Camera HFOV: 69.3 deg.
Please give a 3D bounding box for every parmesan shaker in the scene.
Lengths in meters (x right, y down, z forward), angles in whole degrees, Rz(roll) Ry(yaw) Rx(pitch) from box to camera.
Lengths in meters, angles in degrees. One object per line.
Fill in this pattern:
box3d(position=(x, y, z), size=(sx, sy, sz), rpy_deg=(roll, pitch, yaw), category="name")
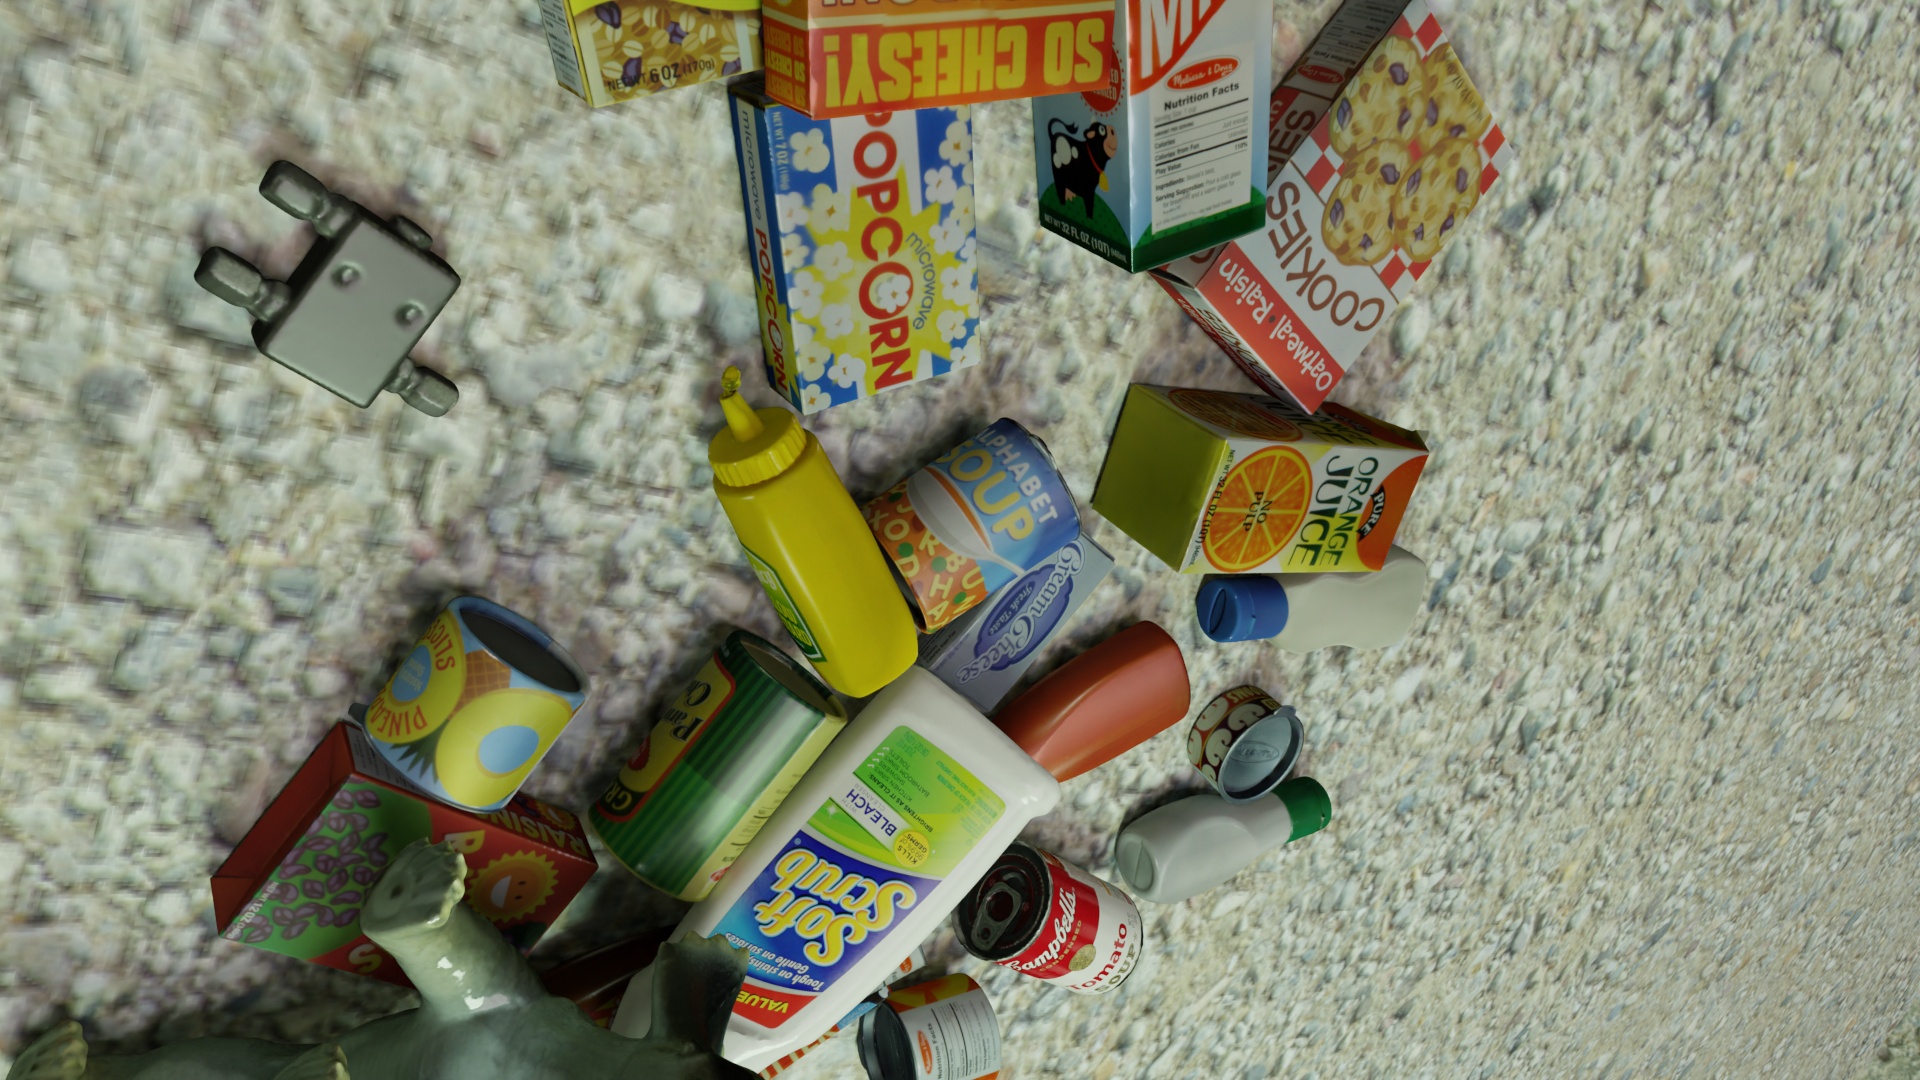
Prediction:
box3d(position=(-0.107, 0.098, 0.621), size=(0.103, 0.071, 0.071), rpy_deg=(-51, 132, 2), category="parmesan shaker")

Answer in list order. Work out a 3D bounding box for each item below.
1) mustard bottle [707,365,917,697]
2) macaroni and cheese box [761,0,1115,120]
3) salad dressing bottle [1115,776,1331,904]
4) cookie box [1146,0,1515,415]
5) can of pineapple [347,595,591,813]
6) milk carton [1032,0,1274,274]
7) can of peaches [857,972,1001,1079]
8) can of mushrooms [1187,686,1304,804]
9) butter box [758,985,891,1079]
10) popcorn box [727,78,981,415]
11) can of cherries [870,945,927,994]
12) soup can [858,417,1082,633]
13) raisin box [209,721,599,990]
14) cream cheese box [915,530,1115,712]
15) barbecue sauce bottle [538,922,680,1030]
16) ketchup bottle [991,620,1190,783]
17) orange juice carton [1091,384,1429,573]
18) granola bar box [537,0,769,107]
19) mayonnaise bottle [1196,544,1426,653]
box3d(position=(-0.069, -0.006, 0.586), size=(0.049, 0.065, 0.159), rpy_deg=(-35, 125, -16), category="mustard bottle")
box3d(position=(-0.004, -0.230, 0.452), size=(0.124, 0.040, 0.165), rpy_deg=(-15, 123, -27), category="macaroni and cheese box")
box3d(position=(0.168, 0.184, 0.872), size=(0.148, 0.044, 0.064), rpy_deg=(-10, 120, -30), category="salad dressing bottle")
box3d(position=(0.181, -0.161, 0.674), size=(0.123, 0.040, 0.167), rpy_deg=(35, 94, -42), category="cookie box")
box3d(position=(-0.189, 0.062, 0.540), size=(0.058, 0.071, 0.071), rpy_deg=(-52, 132, 3), category="can of pineapple")
box3d(position=(0.074, -0.213, 0.548), size=(0.074, 0.072, 0.189), rpy_deg=(-22, 128, -22), category="milk carton")
box3d(position=(-0.018, 0.287, 0.794), size=(0.058, 0.071, 0.071), rpy_deg=(-6, 120, -32), category="can of peaches")
box3d(position=(0.174, 0.122, 0.845), size=(0.071, 0.033, 0.070), rpy_deg=(-16, 125, -25), category="can of mushrooms")
box3d(position=(-0.091, 0.254, 0.750), size=(0.104, 0.024, 0.053), rpy_deg=(-31, 131, -15), category="butter box")
box3d(position=(-0.038, -0.121, 0.549), size=(0.085, 0.038, 0.126), rpy_deg=(-20, 126, -24), category="popcorn box")
box3d(position=(-0.058, 0.198, 0.711), size=(0.058, 0.072, 0.071), rpy_deg=(-25, 129, -11), category="can of cherries")
box3d(position=(0.002, -0.008, 0.625), size=(0.084, 0.071, 0.071), rpy_deg=(-33, 130, -13), category="soup can")
box3d(position=(-0.228, 0.138, 0.578), size=(0.086, 0.040, 0.123), rpy_deg=(-51, 131, 3), category="raisin box")
box3d(position=(0.027, 0.033, 0.697), size=(0.104, 0.024, 0.053), rpy_deg=(-50, 133, 1), category="cream cheese box")
box3d(position=(-0.174, 0.225, 0.664), size=(0.149, 0.044, 0.064), rpy_deg=(-6, 111, -31), category="barbecue sauce bottle")
box3d(position=(0.052, 0.101, 0.742), size=(0.149, 0.043, 0.064), rpy_deg=(-26, 128, -19), category="ketchup bottle")
box3d(position=(0.171, -0.030, 0.723), size=(0.193, 0.073, 0.071), rpy_deg=(0, 116, -35), category="orange juice carton")
box3d(position=(-0.065, -0.227, 0.467), size=(0.166, 0.039, 0.123), rpy_deg=(-22, 127, -22), category="granola bar box")
box3d(position=(0.205, 0.036, 0.809), size=(0.148, 0.041, 0.064), rpy_deg=(-3, 117, -32), category="mayonnaise bottle")
